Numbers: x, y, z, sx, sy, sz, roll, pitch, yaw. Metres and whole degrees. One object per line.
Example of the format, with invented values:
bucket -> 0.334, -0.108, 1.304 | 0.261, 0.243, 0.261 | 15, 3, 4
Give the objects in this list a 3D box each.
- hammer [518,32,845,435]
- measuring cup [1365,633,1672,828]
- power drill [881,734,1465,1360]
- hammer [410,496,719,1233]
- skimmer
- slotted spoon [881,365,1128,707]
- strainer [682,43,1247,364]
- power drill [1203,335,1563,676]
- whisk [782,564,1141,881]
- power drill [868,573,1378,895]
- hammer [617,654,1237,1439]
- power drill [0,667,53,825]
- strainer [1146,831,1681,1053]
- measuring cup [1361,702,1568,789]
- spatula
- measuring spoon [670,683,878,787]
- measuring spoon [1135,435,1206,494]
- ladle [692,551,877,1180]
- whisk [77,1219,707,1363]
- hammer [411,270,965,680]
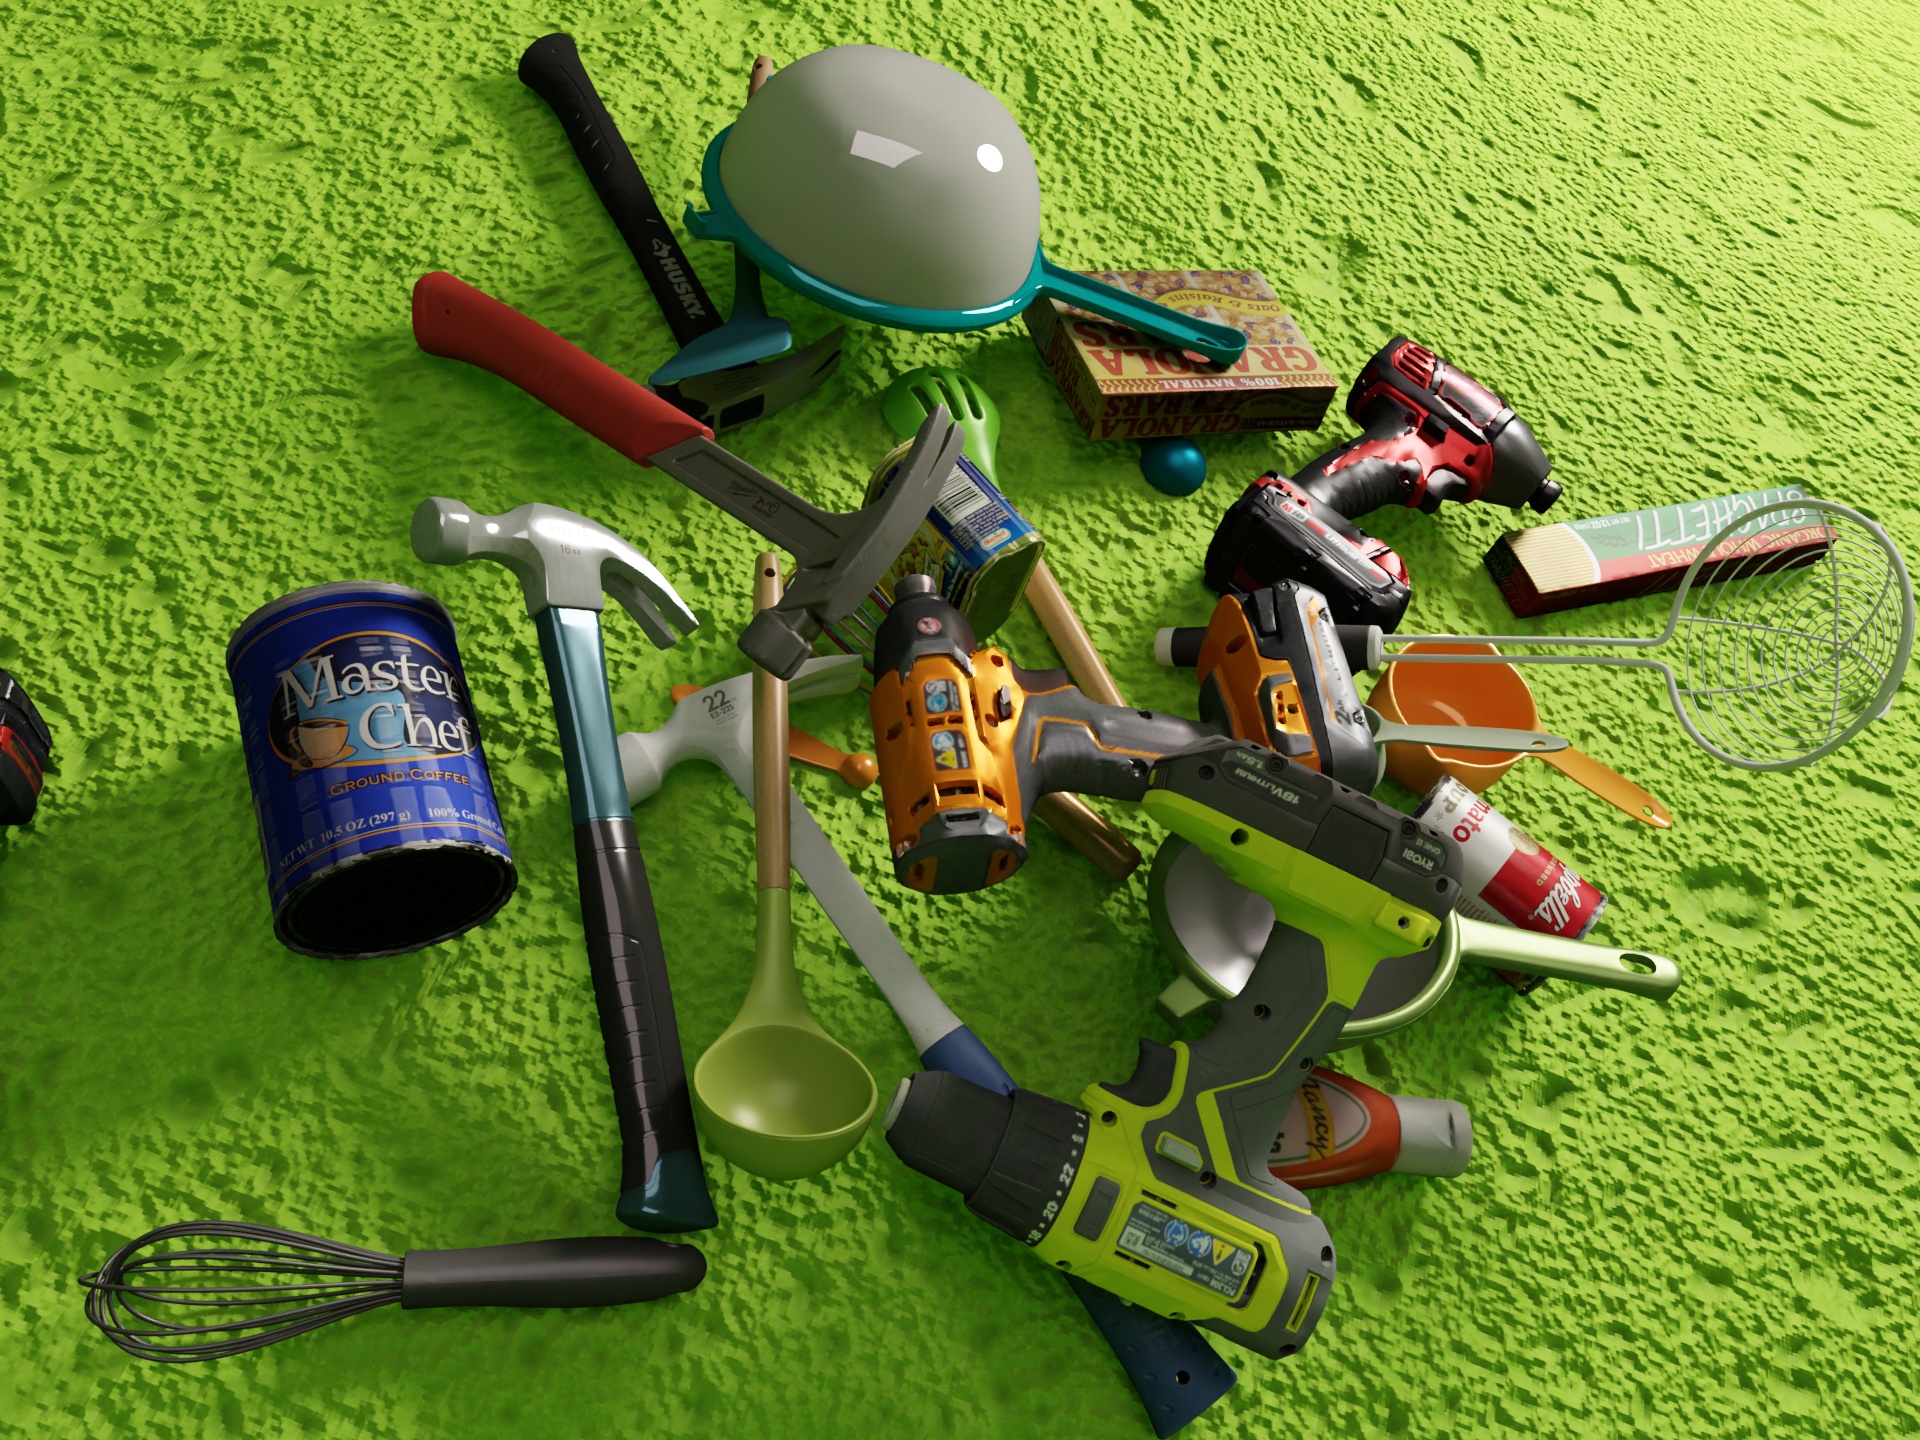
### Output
hammer -> -0.195, -0.313, 0.989 | 0.146, 0.035, 0.335 | -19, 64, -22
measuring cup -> 0.307, 0.023, 0.888 | 0.173, 0.052, 0.095 | 31, 56, 5
power drill -> 0.092, 0.126, 0.665 | 0.190, 0.080, 0.228 | 26, 85, -2
hammer -> -0.157, 0.059, 0.703 | 0.128, 0.033, 0.331 | 2, 69, -45
skimmer -> 0.262, -0.042, 0.794 | 0.363, 0.090, 0.127 | 2, 82, 26
slotted spoon -> 0.039, -0.092, 0.911 | 0.070, 0.031, 0.314 | -17, 65, -23
strainer -> 0.023, -0.303, 0.923 | 0.340, 0.095, 0.211 | 20, 45, -6
power drill -> 0.259, -0.130, 0.950 | 0.143, 0.078, 0.220 | 40, 61, 12
whisk -> 0.000, -0.004, 0.837 | 0.245, 0.051, 0.047 | 41, 53, 10
power drill -> 0.069, -0.008, 0.771 | 0.226, 0.084, 0.164 | -5, 60, -9
hammer -> -0.010, 0.137, 0.742 | 0.144, 0.035, 0.406 | -30, 70, -21
power drill -> -0.485, 0.085, 0.646 | 0.188, 0.080, 0.227 | 2, 61, -12
strainer -> 0.214, 0.120, 0.780 | 0.256, 0.069, 0.152 | 10, 43, 2
measuring cup -> 0.229, 0.022, 0.830 | 0.168, 0.038, 0.083 | 2, 28, 28
spatula -> -0.129, -0.307, 0.952 | 0.082, 0.044, 0.318 | -11, 55, 14
measuring spoon -> -0.096, 0.005, 0.824 | 0.117, 0.011, 0.021 | 23, 56, 1
measuring spoon -> 0.111, -0.195, 0.994 | 0.042, 0.021, 0.129 | -24, 67, -26
ladle -> -0.084, 0.050, 0.728 | 0.078, 0.062, 0.320 | 5, 59, -16
whisk -> -0.221, 0.223, 0.638 | 0.239, 0.055, 0.055 | 3, 58, -16
hammer -> -0.167, -0.165, 0.830 | 0.359, 0.036, 0.149 | 34, 87, 29
